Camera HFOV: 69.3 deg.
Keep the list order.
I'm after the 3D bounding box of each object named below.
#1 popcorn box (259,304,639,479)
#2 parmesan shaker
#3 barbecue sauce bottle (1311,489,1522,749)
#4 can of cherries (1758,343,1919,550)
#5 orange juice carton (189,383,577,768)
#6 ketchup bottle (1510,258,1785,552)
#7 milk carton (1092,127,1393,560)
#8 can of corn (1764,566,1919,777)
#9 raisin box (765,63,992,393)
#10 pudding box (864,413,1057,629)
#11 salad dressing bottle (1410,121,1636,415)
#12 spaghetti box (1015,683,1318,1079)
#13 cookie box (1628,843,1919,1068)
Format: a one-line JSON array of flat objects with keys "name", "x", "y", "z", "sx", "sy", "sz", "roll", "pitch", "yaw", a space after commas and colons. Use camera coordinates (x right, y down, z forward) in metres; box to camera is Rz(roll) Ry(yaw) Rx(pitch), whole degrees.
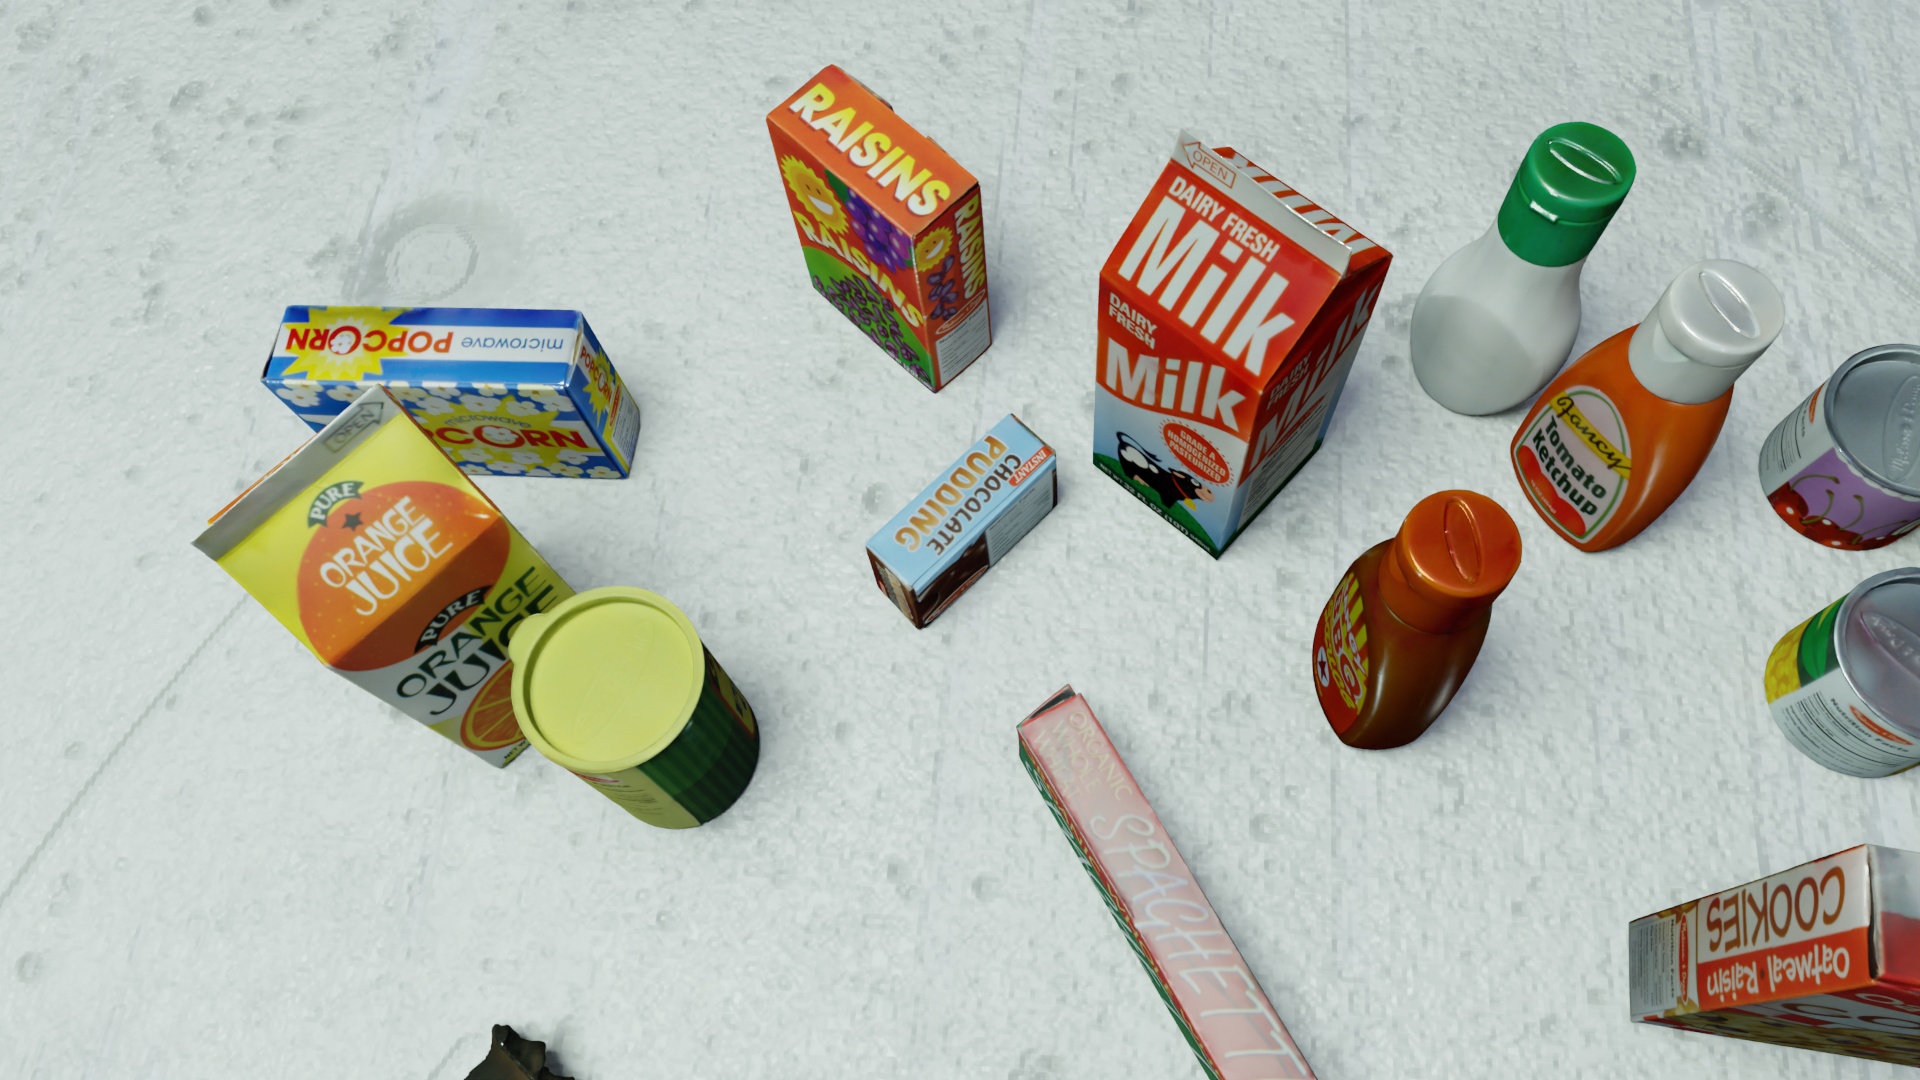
[{"name": "popcorn box", "x": -0.209, "y": -0.061, "z": 0.586, "sx": 0.127, "sy": 0.085, "sz": 0.038, "roll": 2, "pitch": 68, "yaw": 4}, {"name": "parmesan shaker", "x": -0.119, "y": 0.064, "z": 0.519, "sx": 0.071, "sy": 0.102, "sz": 0.071, "roll": -1, "pitch": 68, "yaw": 3}, {"name": "barbecue sauce bottle", "x": 0.159, "y": 0.028, "z": 0.492, "sx": 0.044, "sy": 0.148, "sz": 0.065, "roll": -5, "pitch": 68, "yaw": 2}, {"name": "can of cherries", "x": 0.367, "y": -0.034, "z": 0.553, "sx": 0.071, "sy": 0.058, "sz": 0.072, "roll": -1, "pitch": 68, "yaw": 3}, {"name": "orange juice carton", "x": -0.193, "y": 0.013, "z": 0.496, "sx": 0.072, "sy": 0.192, "sz": 0.073, "roll": -43, "pitch": 72, "yaw": -13}, {"name": "ketchup bottle", "x": 0.254, "y": -0.050, "z": 0.517, "sx": 0.043, "sy": 0.148, "sz": 0.065, "roll": -25, "pitch": 69, "yaw": -6}, {"name": "milk carton", "x": 0.099, "y": -0.073, "z": 0.514, "sx": 0.072, "sy": 0.190, "sz": 0.073, "roll": 41, "pitch": 76, "yaw": 17}, {"name": "can of corn", "x": 0.349, "y": 0.049, "z": 0.519, "sx": 0.071, "sy": 0.058, "sz": 0.071, "roll": -1, "pitch": 68, "yaw": 3}, {"name": "raisin box", "x": -0.030, "y": -0.127, "z": 0.581, "sx": 0.040, "sy": 0.123, "sz": 0.086, "roll": -42, "pitch": 71, "yaw": -13}, {"name": "pudding box", "x": 0.002, "y": -0.007, "z": 0.569, "sx": 0.084, "sy": 0.049, "sz": 0.030, "roll": -43, "pitch": 72, "yaw": -13}, {"name": "salad dressing bottle", "x": 0.218, "y": -0.101, "z": 0.542, "sx": 0.064, "sy": 0.147, "sz": 0.044, "roll": 40, "pitch": 76, "yaw": 17}, {"name": "spaghetti box", "x": 0.092, "y": 0.166, "z": 0.491, "sx": 0.029, "sy": 0.050, "sz": 0.250, "roll": -29, "pitch": 69, "yaw": -8}, {"name": "cookie box", "x": 0.300, "y": 0.136, "z": 0.427, "sx": 0.123, "sy": 0.167, "sz": 0.040, "roll": 8, "pitch": 69, "yaw": 7}]
